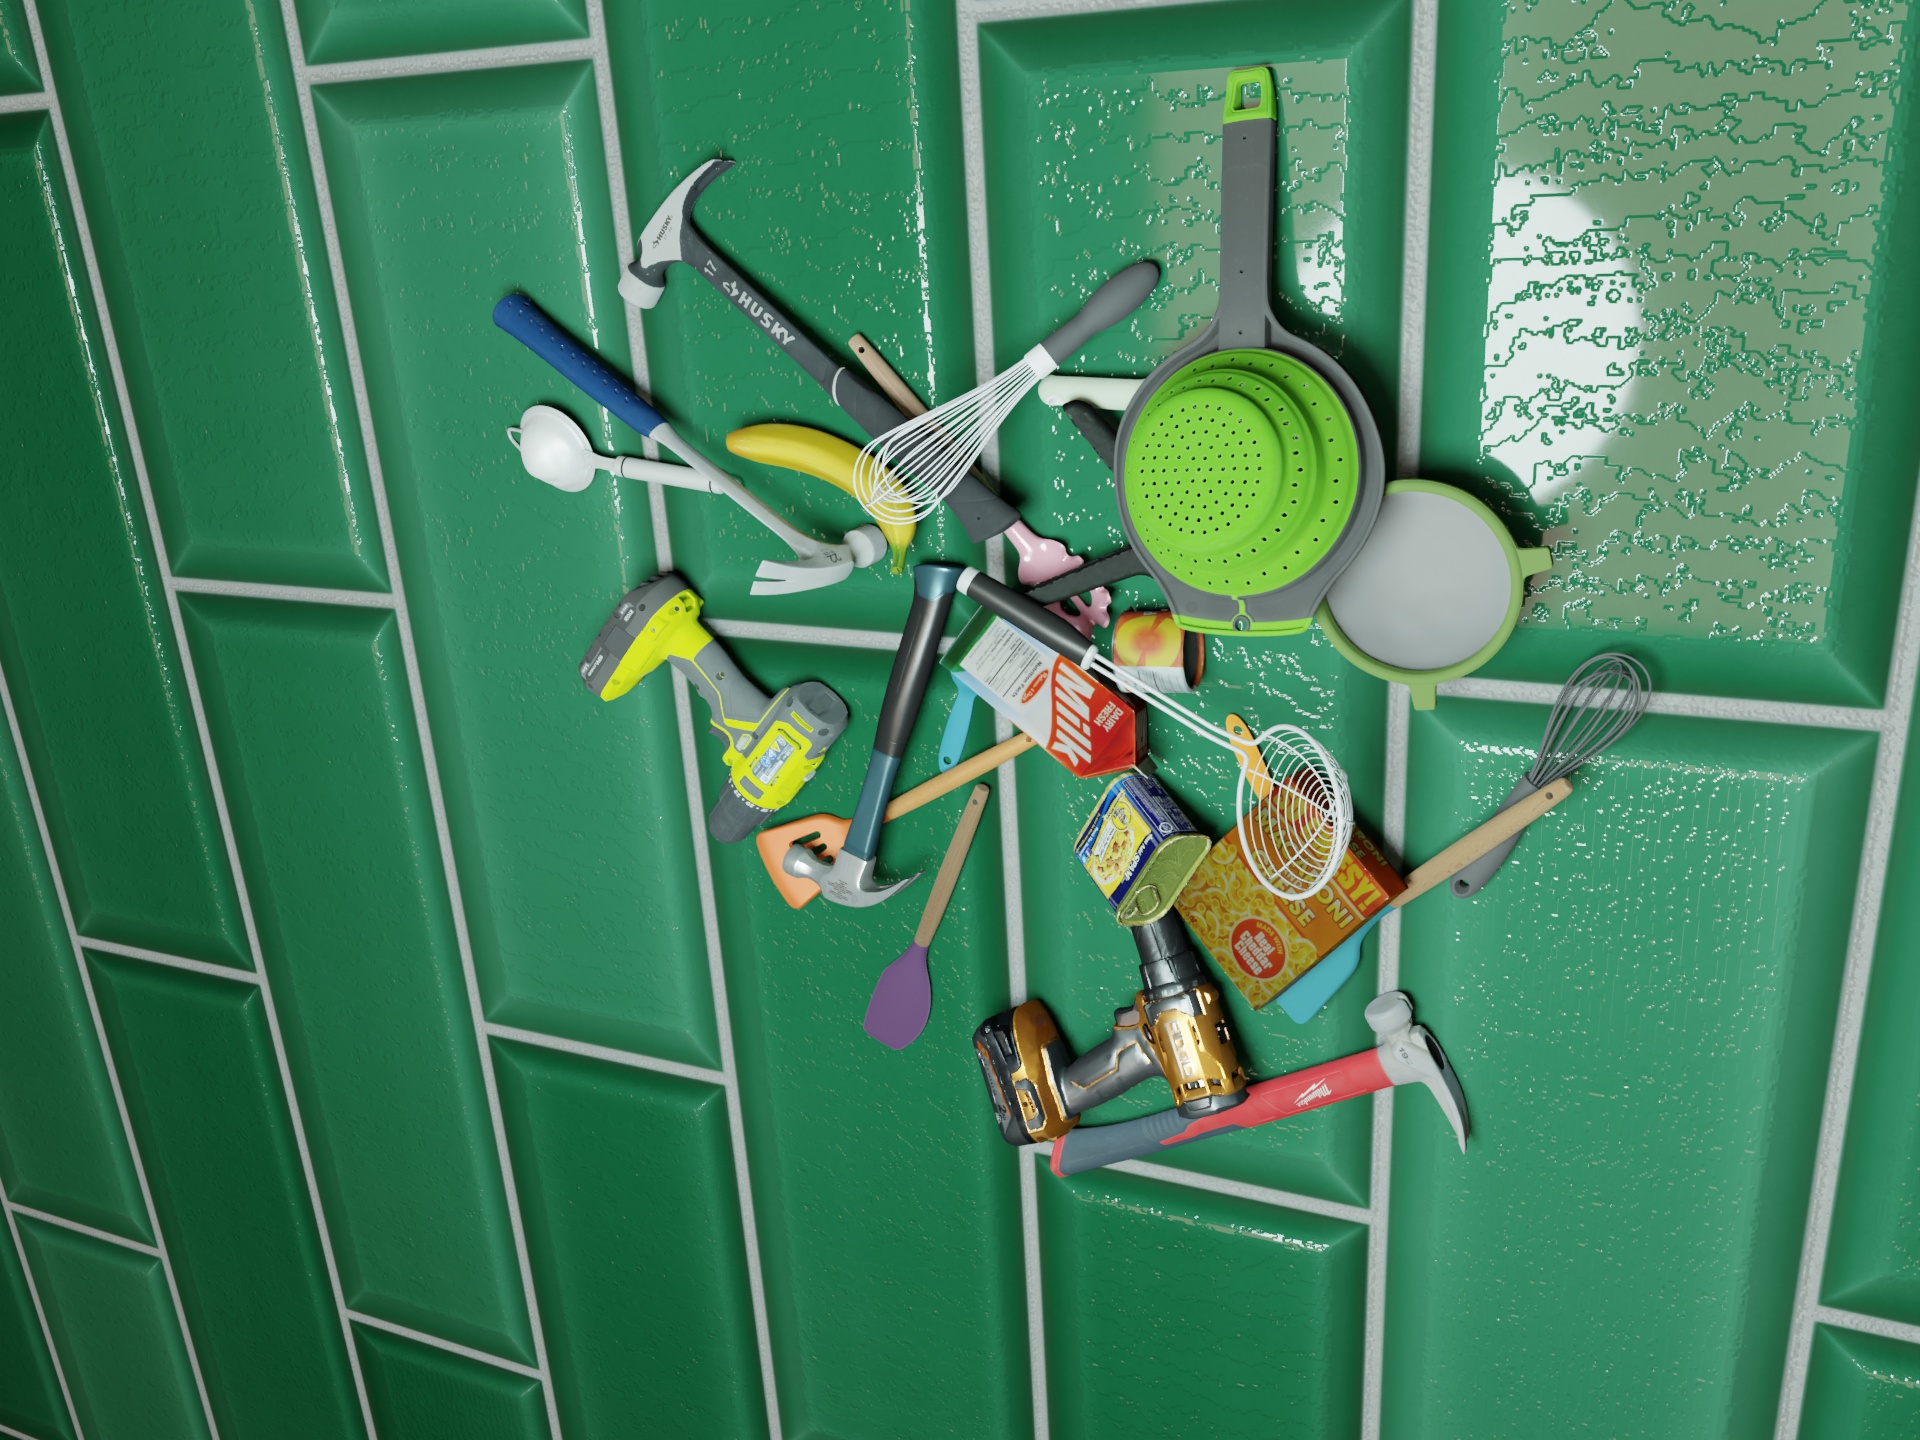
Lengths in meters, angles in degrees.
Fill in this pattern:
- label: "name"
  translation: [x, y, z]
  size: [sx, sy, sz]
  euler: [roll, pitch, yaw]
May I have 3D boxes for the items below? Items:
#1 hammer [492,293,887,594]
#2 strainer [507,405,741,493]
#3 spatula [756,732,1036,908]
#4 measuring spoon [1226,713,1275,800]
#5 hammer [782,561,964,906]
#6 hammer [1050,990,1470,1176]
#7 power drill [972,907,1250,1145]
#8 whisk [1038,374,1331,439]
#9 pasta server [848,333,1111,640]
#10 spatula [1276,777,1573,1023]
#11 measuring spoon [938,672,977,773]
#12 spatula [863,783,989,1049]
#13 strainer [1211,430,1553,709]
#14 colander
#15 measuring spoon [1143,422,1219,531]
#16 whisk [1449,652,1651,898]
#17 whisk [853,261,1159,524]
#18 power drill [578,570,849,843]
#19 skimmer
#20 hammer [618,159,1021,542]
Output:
- label: "hammer"
  translation: [-0.254, -0.242, 1.363]
  size: [0.406, 0.144, 0.035]
  euler: [39, 127, 15]
- label: "strainer"
  translation: [-0.313, -0.231, 1.436]
  size: [0.258, 0.050, 0.086]
  euler: [12, 130, 18]
- label: "spatula"
  translation: [-0.051, 0.076, 1.426]
  size: [0.322, 0.041, 0.081]
  euler: [-29, 88, 33]
- label: "measuring spoon"
  translation: [0.245, 0.046, 1.295]
  size: [0.021, 0.011, 0.117]
  euler: [-22, 96, 39]
- label: "hammer"
  translation: [-0.061, 0.014, 1.388]
  size: [0.128, 0.033, 0.331]
  euler: [25, 111, 22]
- label: "hammer"
  translation: [0.248, 0.357, 1.400]
  size: [0.386, 0.038, 0.143]
  euler: [-26, 99, 31]
- label: "power drill"
  translation: [0.124, 0.268, 1.392]
  size: [0.226, 0.084, 0.185]
  euler: [-22, 82, 30]
- label: "whisk"
  translation: [0.172, -0.245, 1.197]
  size: [0.246, 0.057, 0.059]
  euler: [9, 79, 26]
- label: "pasta server"
  translation: [0.012, -0.192, 1.294]
  size: [0.060, 0.040, 0.316]
  euler: [-40, 88, 13]
- label: "spatula"
  translation: [0.350, 0.133, 1.239]
  size: [0.082, 0.044, 0.317]
  euler: [56, 134, 13]
- label: "measuring spoon"
  translation: [-0.002, -0.004, 1.385]
  size: [0.042, 0.021, 0.128]
  euler: [24, 119, 15]
- label: "spatula"
  translation: [-0.026, 0.188, 1.476]
  size: [0.060, 0.018, 0.315]
  euler: [28, 121, 13]
- label: "strainer"
  translation: [0.295, -0.138, 1.165]
  size: [0.256, 0.069, 0.151]
  euler: [39, 123, 12]
- label: "colander"
  translation: [0.185, -0.255, 1.104]
  size: [0.204, 0.094, 0.397]
  euler: [4, 97, 30]
- label: "measuring spoon"
  translation: [0.183, -0.182, 1.233]
  size: [0.034, 0.018, 0.124]
  euler: [-38, 98, 30]
- label: "whisk"
  translation: [0.433, 0.048, 1.186]
  size: [0.055, 0.055, 0.238]
  euler: [32, 125, 11]
- label: "whisk"
  translation: [0.035, -0.252, 1.206]
  size: [0.284, 0.070, 0.070]
  euler: [-39, 91, 9]
- label: "power drill"
  translation: [-0.235, -0.007, 1.466]
  size: [0.228, 0.080, 0.190]
  euler: [42, 122, 2]
- label: "skimmer"
  translation: [0.135, -0.004, 1.197]
  size: [0.363, 0.090, 0.127]
  euler: [33, 133, 13]
- label: "hammer"
  translation: [-0.107, -0.289, 1.294]
  size: [0.409, 0.036, 0.149]
  euler: [43, 120, 11]
